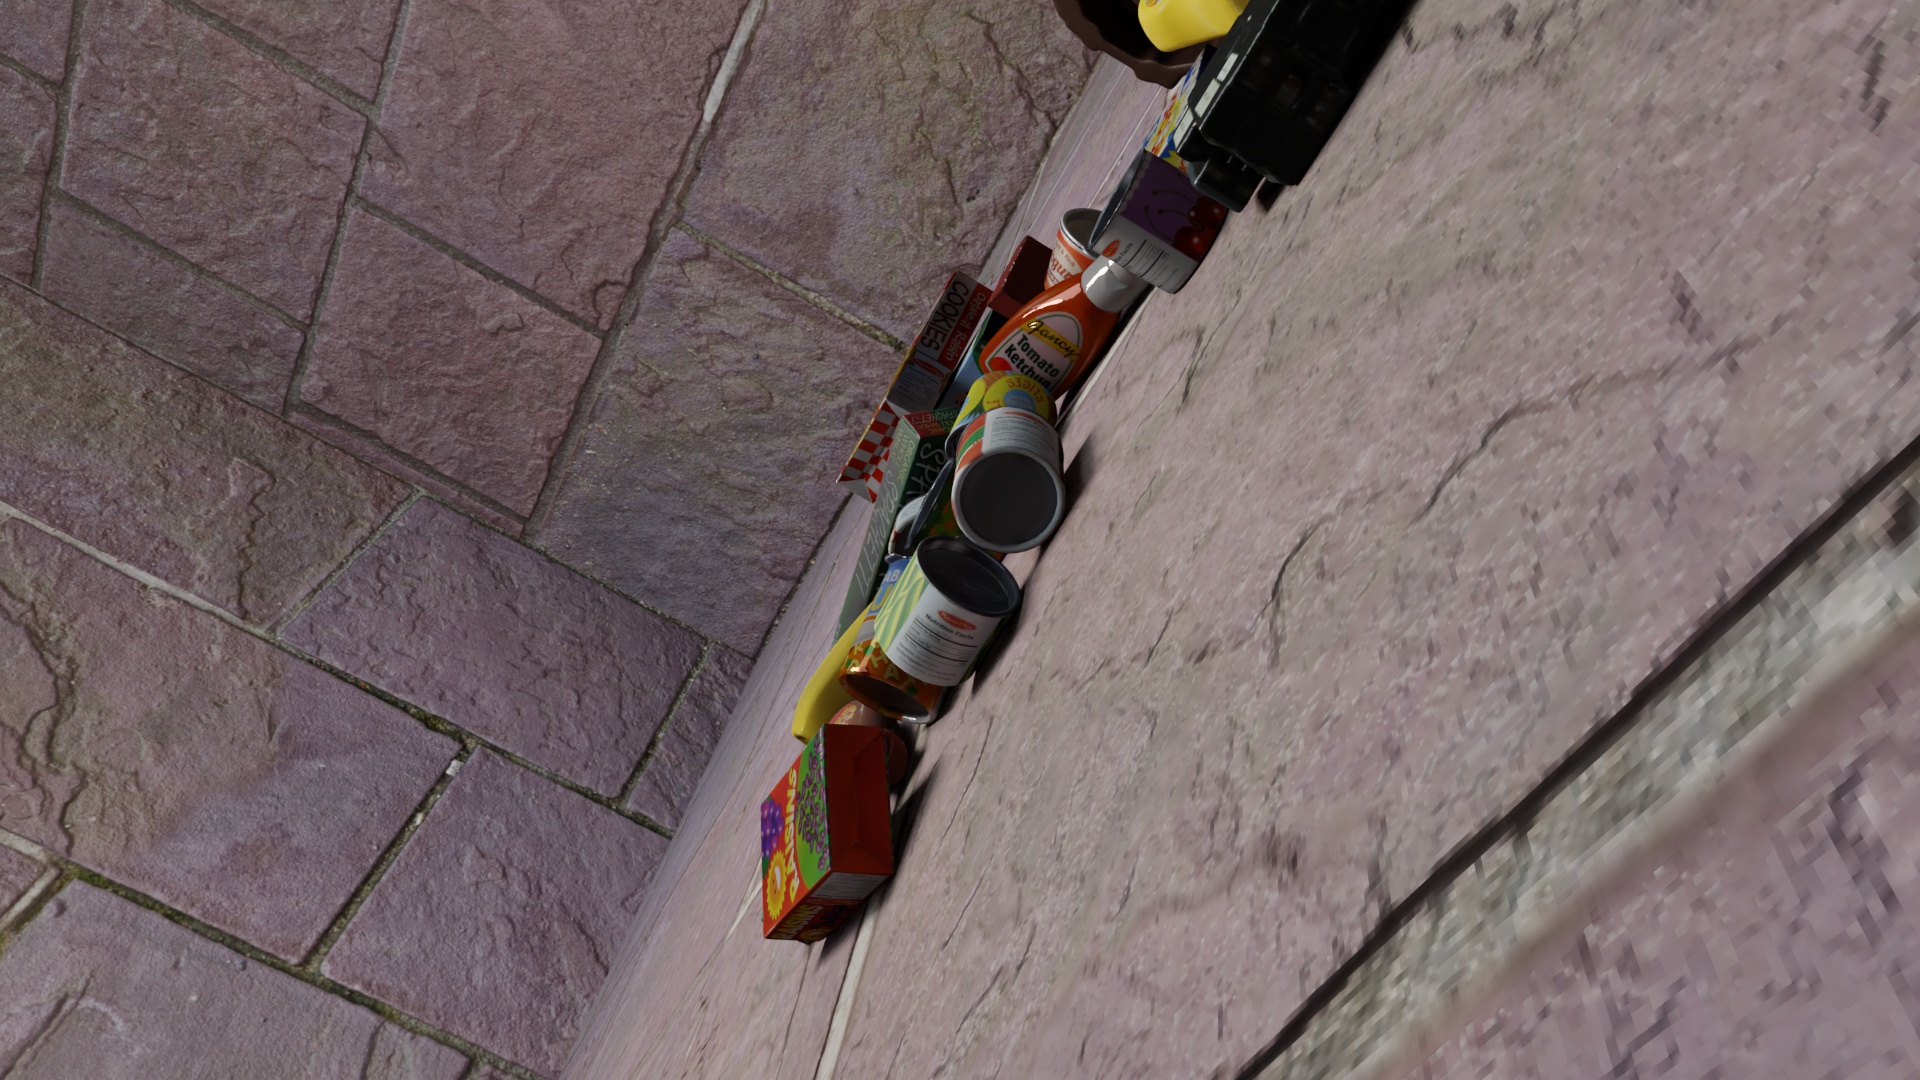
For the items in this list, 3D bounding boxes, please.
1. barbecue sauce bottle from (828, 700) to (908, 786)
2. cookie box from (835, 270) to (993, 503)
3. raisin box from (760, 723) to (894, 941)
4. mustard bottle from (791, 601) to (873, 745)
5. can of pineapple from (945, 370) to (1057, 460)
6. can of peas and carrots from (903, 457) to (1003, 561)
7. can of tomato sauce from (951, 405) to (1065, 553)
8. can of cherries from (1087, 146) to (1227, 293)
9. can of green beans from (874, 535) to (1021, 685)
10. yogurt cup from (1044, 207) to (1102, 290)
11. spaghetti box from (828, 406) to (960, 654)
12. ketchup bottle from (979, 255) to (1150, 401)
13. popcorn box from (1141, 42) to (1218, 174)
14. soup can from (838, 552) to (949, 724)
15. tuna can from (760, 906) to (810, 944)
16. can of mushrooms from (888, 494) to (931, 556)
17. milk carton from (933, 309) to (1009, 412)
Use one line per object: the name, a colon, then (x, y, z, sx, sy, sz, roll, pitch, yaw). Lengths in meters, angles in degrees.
barbecue sauce bottle: (-0.062, 0.136, 0.893, 0.065, 0.043, 0.148, -63, 8, -10)
cookie box: (-0.038, -0.128, 1.149, 0.122, 0.040, 0.168, -53, 9, 51)
raisin box: (-0.078, 0.167, 0.788, 0.122, 0.040, 0.086, 128, 143, -49)
mustard bottle: (-0.060, 0.085, 1.011, 0.161, 0.065, 0.048, -58, 11, -20)
can of pineapple: (0.030, -0.077, 0.962, 0.070, 0.071, 0.058, -53, 11, 49)
can of peas and carrots: (0.003, -0.012, 0.933, 0.070, 0.059, 0.071, -61, 8, 14)
can of tomato sauce: (0.029, -0.035, 0.821, 0.071, 0.071, 0.083, -59, 8, 19)
can of cherries: (0.117, -0.189, 0.815, 0.071, 0.058, 0.071, -61, 6, 12)
can of green beans: (-0.008, 0.040, 0.788, 0.057, 0.071, 0.071, -58, 8, 30)
yogurt cup: (0.094, -0.195, 0.982, 0.073, 0.072, 0.053, -70, 3, -50)
spaghetti box: (-0.050, 0.009, 1.058, 0.029, 0.050, 0.248, 49, 135, 35)
ketchup bottle: (0.076, -0.149, 0.951, 0.148, 0.064, 0.044, -42, 6, 46)
popcorn box: (0.154, -0.273, 0.946, 0.084, 0.038, 0.127, -54, 11, 41)
soup can: (-0.032, 0.060, 0.856, 0.084, 0.071, 0.071, -65, 8, -25)
tuna can: (-0.098, 0.217, 0.874, 0.071, 0.033, 0.071, -59, 8, 13)
can of mushrooms: (-0.017, 0.005, 0.995, 0.070, 0.071, 0.033, -59, 9, 23)
milk carton: (0.007, -0.087, 1.145, 0.189, 0.072, 0.074, -57, 8, 29)
